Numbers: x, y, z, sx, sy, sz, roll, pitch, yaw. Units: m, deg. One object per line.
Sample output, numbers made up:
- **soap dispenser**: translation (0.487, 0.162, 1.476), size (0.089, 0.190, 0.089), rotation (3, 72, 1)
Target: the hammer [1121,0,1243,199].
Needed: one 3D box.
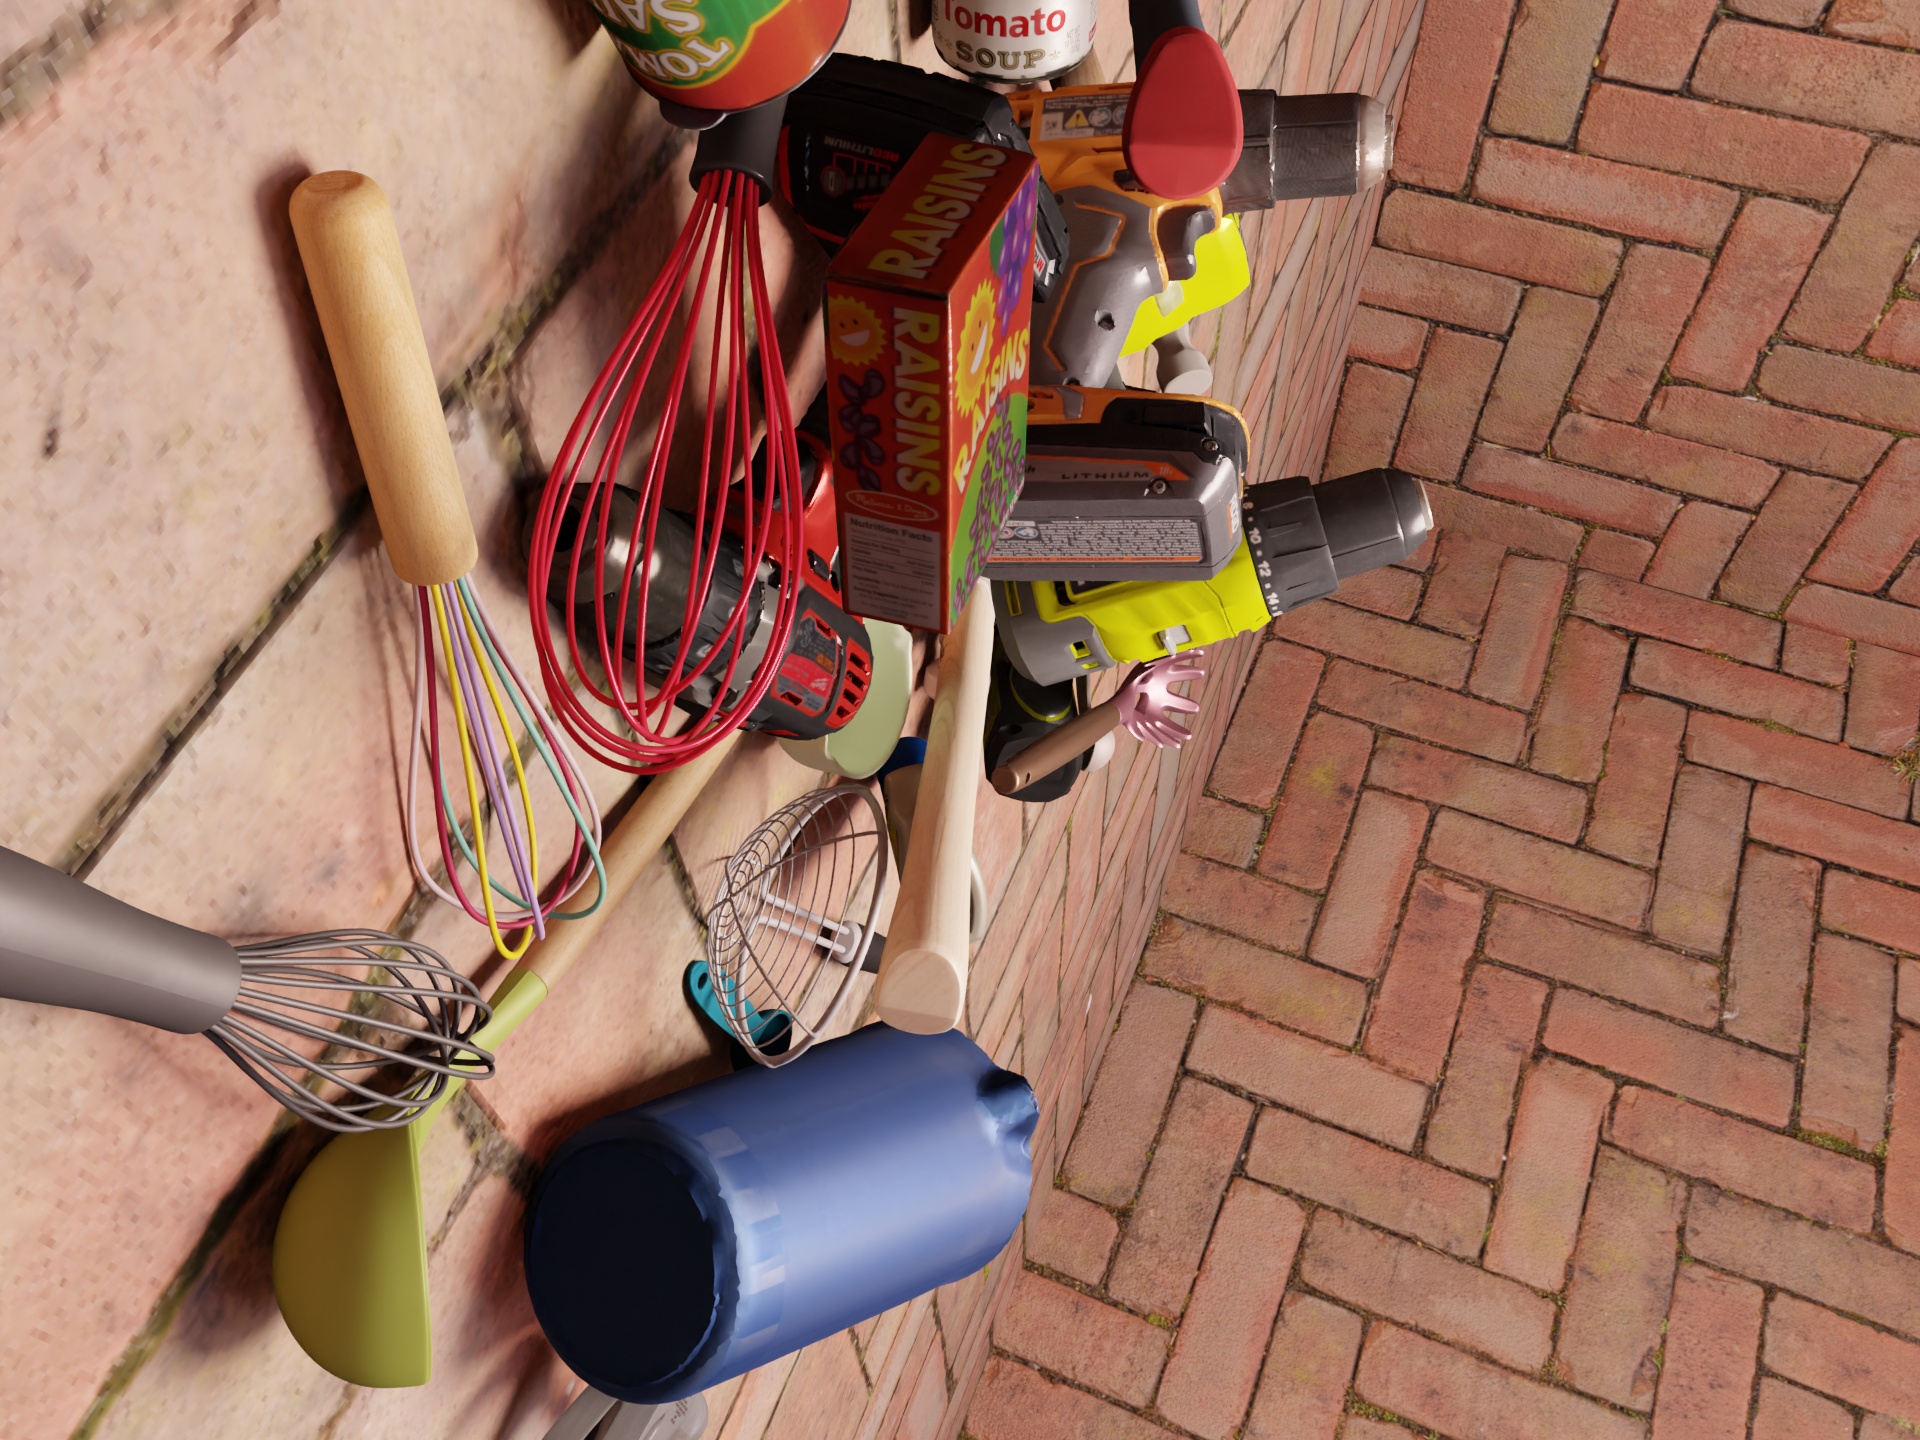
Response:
- **hammer**: translation (0.074, -0.296, 0.629), size (0.143, 0.038, 0.387), rotation (93, 0, -45)

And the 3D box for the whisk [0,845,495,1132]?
- **whisk**: translation (-0.174, 0.056, 0.358), size (0.238, 0.055, 0.055), rotation (58, 51, -66)

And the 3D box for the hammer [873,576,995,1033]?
- **hammer**: translation (-0.001, -0.002, 0.729), size (0.411, 0.038, 0.146), rotation (-83, -177, -65)

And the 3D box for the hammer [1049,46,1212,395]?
- **hammer**: translation (0.071, -0.291, 0.805), size (0.331, 0.031, 0.130), rotation (43, 29, -66)

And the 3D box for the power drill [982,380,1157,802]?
- **power drill**: translation (0.057, -0.086, 0.951), size (0.171, 0.080, 0.223), rotation (-94, -165, -57)

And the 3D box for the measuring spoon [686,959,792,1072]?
- **measuring spoon**: translation (-0.113, 0.141, 0.764), size (0.042, 0.021, 0.128), rotation (-65, 156, -24)

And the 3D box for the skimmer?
- **skimmer**: translation (-0.047, 0.117, 0.816), size (0.363, 0.090, 0.127), rotation (54, 53, -73)

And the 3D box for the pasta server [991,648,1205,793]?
- **pasta server**: translation (0.079, 0.003, 0.841), size (0.316, 0.040, 0.060), rotation (-25, 123, -68)

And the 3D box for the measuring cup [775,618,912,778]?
- **measuring cup**: translation (-0.066, -0.048, 0.681), size (0.083, 0.038, 0.167), rotation (-57, 143, -39)

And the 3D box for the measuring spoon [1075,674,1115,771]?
- **measuring spoon**: translation (0.083, -0.015, 0.985), size (0.124, 0.018, 0.034), rotation (-89, -165, -49)

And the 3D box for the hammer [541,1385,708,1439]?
- **hammer**: translation (-0.187, 0.397, 0.596), size (0.128, 0.033, 0.331), rotation (91, 22, -55)

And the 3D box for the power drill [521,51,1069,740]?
- **power drill**: translation (-0.055, -0.109, 0.545), size (0.227, 0.080, 0.187), rotation (-67, 159, -4)

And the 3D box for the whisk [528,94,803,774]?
- **whisk**: translation (-0.065, -0.130, 0.438), size (0.073, 0.073, 0.296), rotation (52, 44, -73)

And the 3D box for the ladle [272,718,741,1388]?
- **ladle**: translation (-0.124, 0.077, 0.548), size (0.320, 0.062, 0.078), rotation (-61, 173, -48)

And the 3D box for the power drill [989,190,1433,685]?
- **power drill**: translation (0.099, -0.140, 0.738), size (0.080, 0.190, 0.229), rotation (47, 30, -62)

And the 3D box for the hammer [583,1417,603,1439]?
- **hammer**: translation (-0.180, 0.352, 0.714), size (0.335, 0.035, 0.146), rotation (-43, 149, -63)

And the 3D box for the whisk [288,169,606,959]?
- **whisk**: translation (-0.133, -0.022, 0.418), size (0.047, 0.051, 0.244), rotation (-52, 153, -41)

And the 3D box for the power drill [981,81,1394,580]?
- **power drill**: translation (0.086, -0.175, 0.671), size (0.084, 0.185, 0.226), rotation (61, 33, -64)
